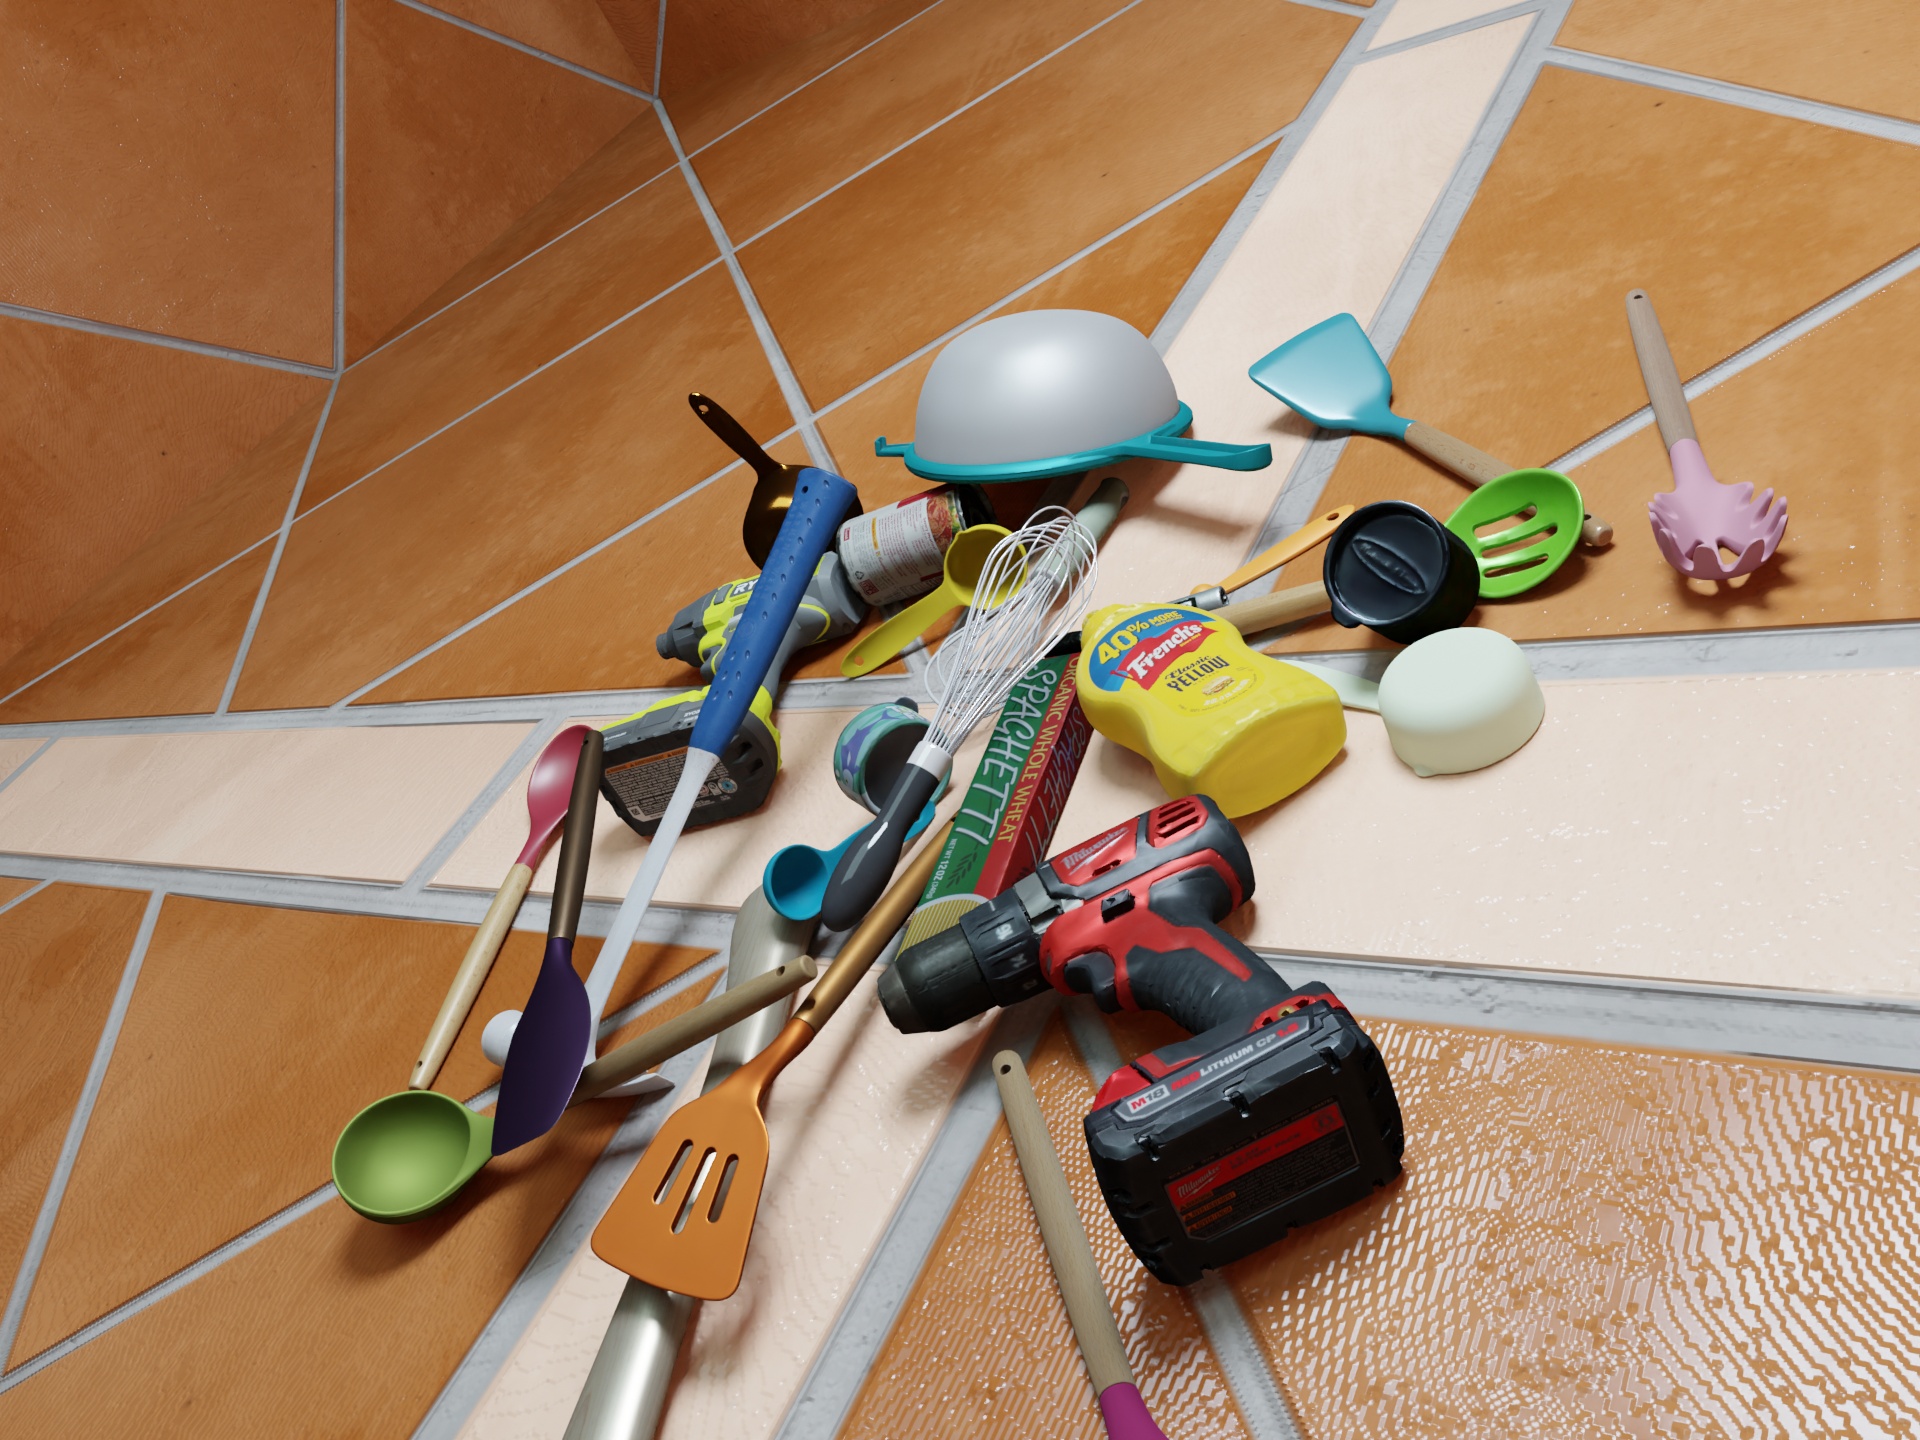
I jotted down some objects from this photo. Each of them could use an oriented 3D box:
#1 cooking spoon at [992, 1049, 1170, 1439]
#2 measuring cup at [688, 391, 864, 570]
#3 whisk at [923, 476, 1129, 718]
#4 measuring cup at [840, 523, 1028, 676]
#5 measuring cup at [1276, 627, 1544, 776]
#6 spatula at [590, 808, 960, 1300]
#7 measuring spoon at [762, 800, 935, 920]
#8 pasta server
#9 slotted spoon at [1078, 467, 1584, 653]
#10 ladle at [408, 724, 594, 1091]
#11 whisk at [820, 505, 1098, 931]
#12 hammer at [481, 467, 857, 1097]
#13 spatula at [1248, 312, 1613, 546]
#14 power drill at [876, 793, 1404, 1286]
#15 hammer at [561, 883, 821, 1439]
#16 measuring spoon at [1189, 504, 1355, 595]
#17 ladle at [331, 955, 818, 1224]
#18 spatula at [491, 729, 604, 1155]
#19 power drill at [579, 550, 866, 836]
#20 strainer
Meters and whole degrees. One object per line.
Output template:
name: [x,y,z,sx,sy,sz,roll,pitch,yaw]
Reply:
cooking spoon: [0.053,0.240,0.618,0.069,0.017,0.319,-30,32,5]
measuring cup: [-0.144,-0.166,1.170,0.095,0.173,0.052,-21,41,32]
whisk: [0.051,-0.086,1.041,0.059,0.057,0.246,26,52,15]
measuring cup: [-0.020,-0.079,1.099,0.156,0.062,0.029,-35,10,18]
measuring cup: [0.215,-0.023,0.815,0.083,0.038,0.168,-46,36,-20]
spatula: [-0.067,0.147,0.806,0.081,0.041,0.323,9,36,27]
measuring spoon: [-0.065,0.074,0.911,0.128,0.042,0.021,-28,12,-39]
pasta server: [0.389,-0.167,0.865,0.060,0.040,0.316,-5,38,18]
slotted spoon: [0.197,-0.070,0.906,0.314,0.031,0.070,-16,63,29]
ladle: [-0.309,0.121,1.089,0.069,0.031,0.316,-18,36,26]
whisk: [-0.001,-0.002,0.911,0.070,0.070,0.285,12,66,49]
hammer: [-0.154,0.031,0.952,0.144,0.035,0.406,8,70,44]
spatula: [0.284,-0.173,0.959,0.082,0.044,0.318,-31,33,-3]
power drill: [0.067,0.131,0.691,0.188,0.080,0.227,-25,29,-2]
hammer: [-0.120,0.228,0.769,0.146,0.038,0.411,-15,36,24]
measuring spoon: [0.190,-0.103,0.973,0.117,0.011,0.021,-31,32,2]
ladle: [-0.208,0.187,0.835,0.320,0.062,0.078,-30,39,23]
spatula: [-0.222,0.108,0.900,0.060,0.018,0.316,-29,36,16]
power drill: [-0.173,-0.025,1.126,0.171,0.080,0.223,-15,32,25]
strainer: [0.089,-0.228,1.085,0.211,0.095,0.341,-21,23,-25]
